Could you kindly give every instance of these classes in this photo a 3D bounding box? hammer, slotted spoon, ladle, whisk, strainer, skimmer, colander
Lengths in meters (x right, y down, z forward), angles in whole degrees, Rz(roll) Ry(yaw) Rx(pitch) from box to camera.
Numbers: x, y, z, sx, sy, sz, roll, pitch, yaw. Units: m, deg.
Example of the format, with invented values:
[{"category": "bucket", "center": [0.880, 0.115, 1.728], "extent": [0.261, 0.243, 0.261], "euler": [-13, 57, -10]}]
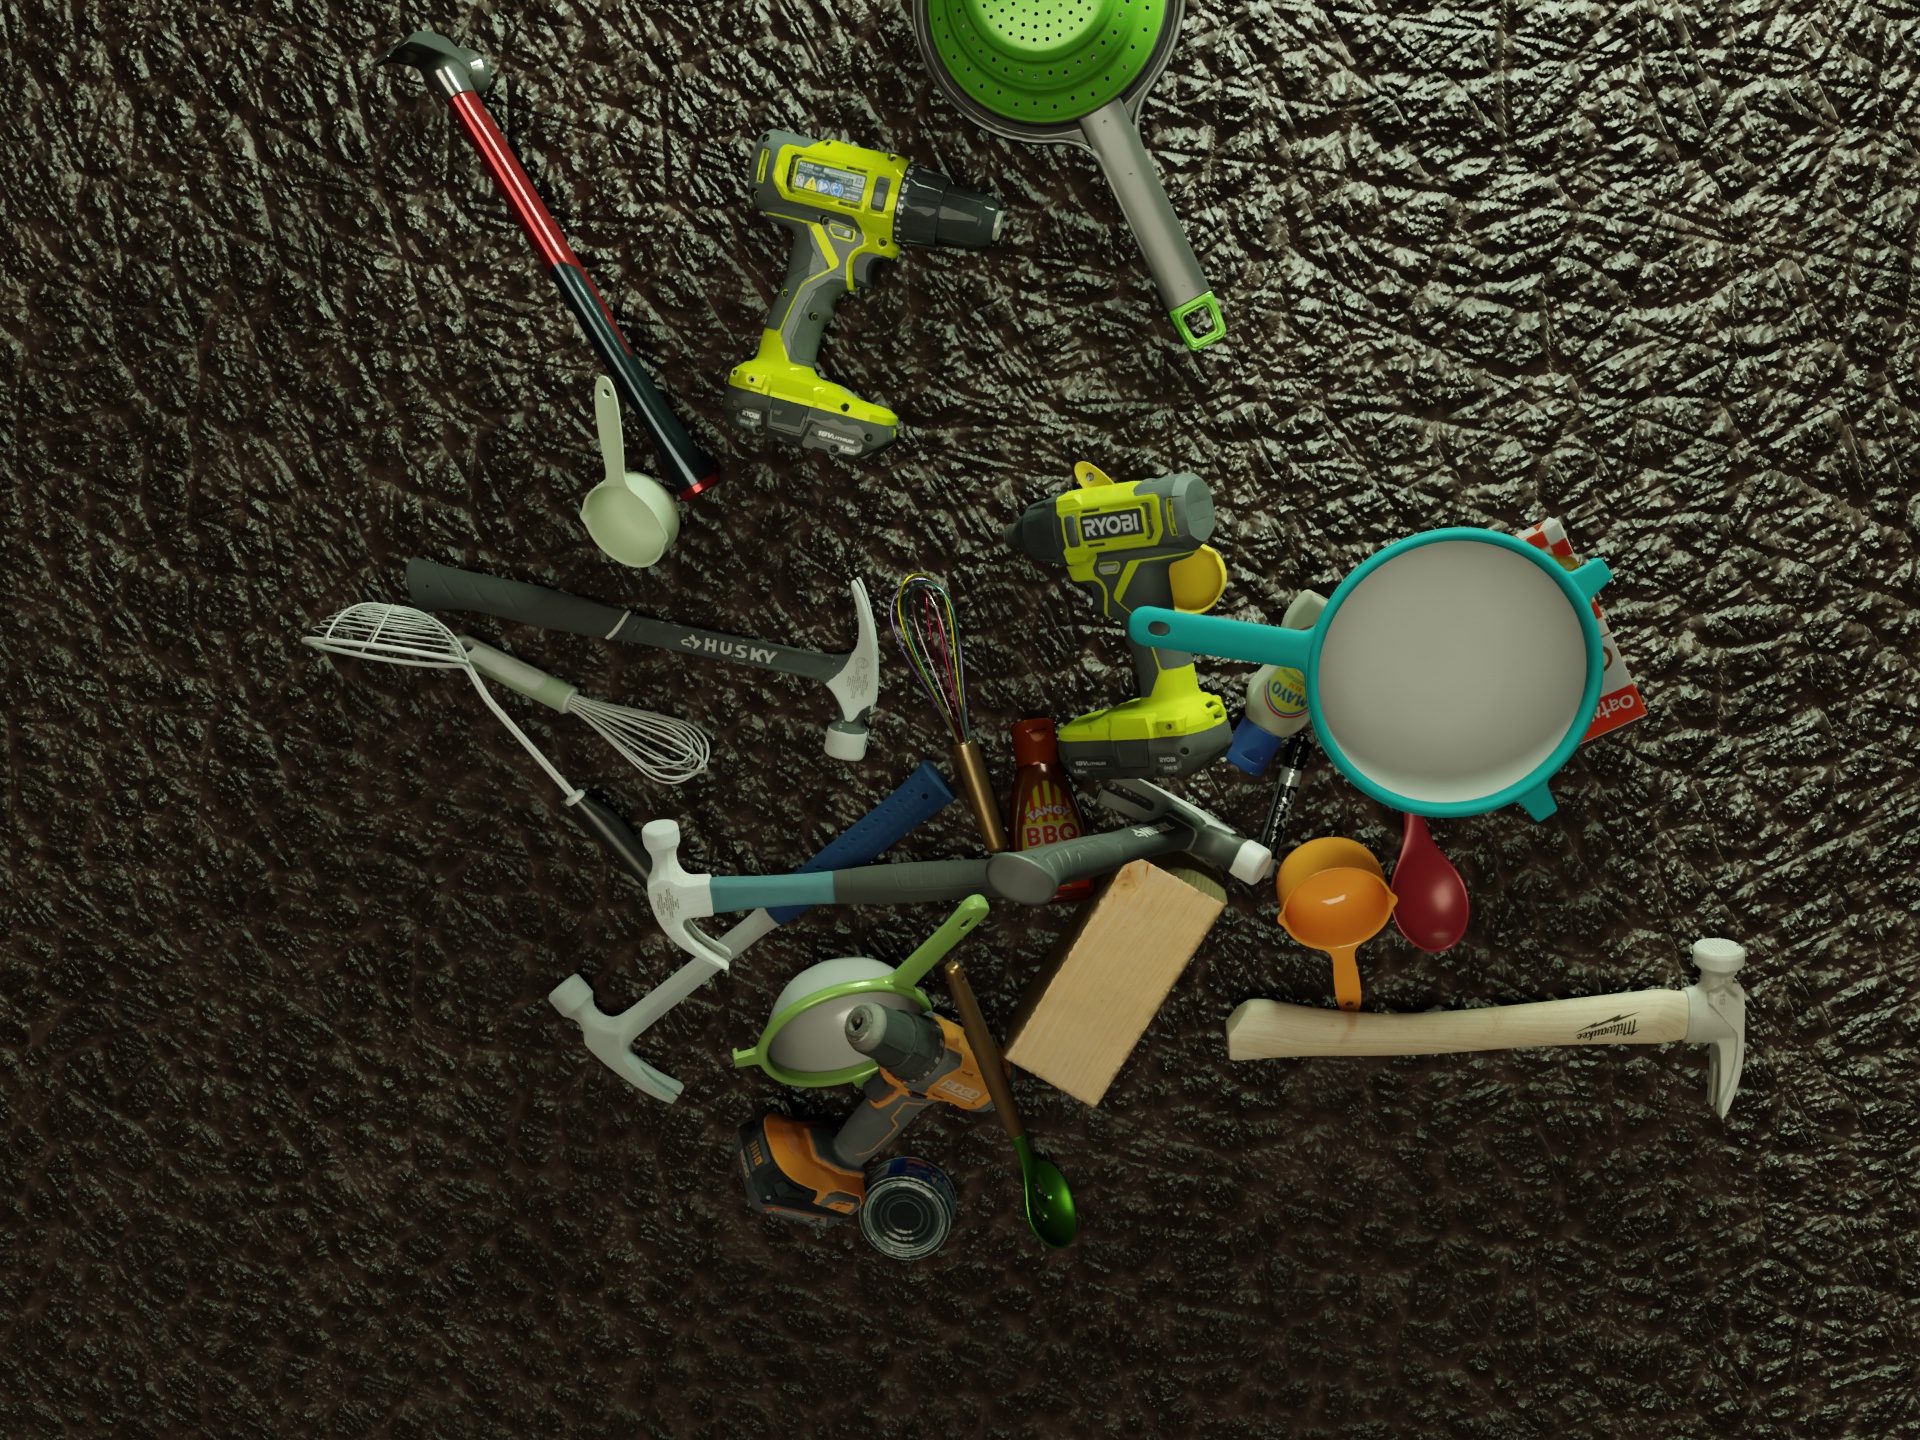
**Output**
[{"category": "hammer", "center": [-0.166, 0.176, 1.369], "extent": [0.405, 0.035, 0.144], "euler": [-38, 96, 14]}, {"category": "slotted spoon", "center": [0.039, 0.323, 1.327], "extent": [0.031, 0.070, 0.313], "euler": [-5, 121, 26]}, {"category": "hammer", "center": [0.109, 0.092, 1.169], "extent": [0.146, 0.334, 0.035], "euler": [30, 107, 25]}, {"category": "hammer", "center": [0.426, 0.261, 1.302], "extent": [0.410, 0.038, 0.146], "euler": [-4, 104, 5]}, {"category": "hammer", "center": [-0.091, 0.136, 1.313], "extent": [0.331, 0.033, 0.128], "euler": [-3, 110, -1]}, {"category": "ladle", "center": [0.355, 0.032, 1.273], "extent": [0.069, 0.031, 0.315], "euler": [-14, 100, -14]}, {"category": "whisk", "center": [-0.322, -0.014, 1.340], "extent": [0.246, 0.059, 0.058], "euler": [25, 67, 5]}, {"category": "whisk", "center": [0.000, -0.005, 1.305], "extent": [0.051, 0.047, 0.245], "euler": [-11, 106, 22]}, {"category": "hammer", "center": [-0.265, -0.080, 1.321], "extent": [0.409, 0.036, 0.149], "euler": [12, 103, 4]}, {"category": "strainer", "center": [0.291, -0.051, 1.179], "extent": [0.340, 0.095, 0.211], "euler": [9, 102, 2]}, {"category": "skimmer", "center": [-0.384, 0.040, 1.325], "extent": [0.090, 0.127, 0.363], "euler": [-45, 106, -19]}, {"category": "hammer", "center": [-0.305, -0.340, 1.220], "extent": [0.038, 0.143, 0.386], "euler": [-28, 103, 13]}, {"category": "strainer", "center": [-0.070, 0.208, 1.322], "extent": [0.151, 0.069, 0.256], "euler": [21, 124, -40]}, {"category": "colander", "center": [0.097, -0.454, 1.154], "extent": [0.204, 0.094, 0.397], "euler": [-26, 99, 12]}]

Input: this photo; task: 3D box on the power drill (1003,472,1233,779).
[{"category": "power drill", "center": [0.124, -0.071, 1.240], "extent": [0.171, 0.080, 0.223], "euler": [-4, 102, 36]}]

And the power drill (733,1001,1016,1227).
[{"category": "power drill", "center": [-0.087, 0.323, 1.332], "extent": [0.226, 0.084, 0.185], "euler": [-40, 137, 15]}]

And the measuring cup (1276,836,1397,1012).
[{"category": "measuring cup", "center": [0.308, 0.169, 1.306], "extent": [0.095, 0.052, 0.173], "euler": [-12, 126, 7]}]

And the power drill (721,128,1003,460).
[{"category": "power drill", "center": [-0.081, -0.320, 1.220], "extent": [0.190, 0.080, 0.228], "euler": [15, 102, 4]}]

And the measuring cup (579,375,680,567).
[{"category": "measuring cup", "center": [-0.263, -0.201, 1.260], "extent": [0.083, 0.038, 0.167], "euler": [15, 130, 18]}]

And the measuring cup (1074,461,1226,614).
[{"category": "measuring cup", "center": [0.149, -0.149, 1.262], "extent": [0.156, 0.029, 0.062], "euler": [48, 114, 7]}]
